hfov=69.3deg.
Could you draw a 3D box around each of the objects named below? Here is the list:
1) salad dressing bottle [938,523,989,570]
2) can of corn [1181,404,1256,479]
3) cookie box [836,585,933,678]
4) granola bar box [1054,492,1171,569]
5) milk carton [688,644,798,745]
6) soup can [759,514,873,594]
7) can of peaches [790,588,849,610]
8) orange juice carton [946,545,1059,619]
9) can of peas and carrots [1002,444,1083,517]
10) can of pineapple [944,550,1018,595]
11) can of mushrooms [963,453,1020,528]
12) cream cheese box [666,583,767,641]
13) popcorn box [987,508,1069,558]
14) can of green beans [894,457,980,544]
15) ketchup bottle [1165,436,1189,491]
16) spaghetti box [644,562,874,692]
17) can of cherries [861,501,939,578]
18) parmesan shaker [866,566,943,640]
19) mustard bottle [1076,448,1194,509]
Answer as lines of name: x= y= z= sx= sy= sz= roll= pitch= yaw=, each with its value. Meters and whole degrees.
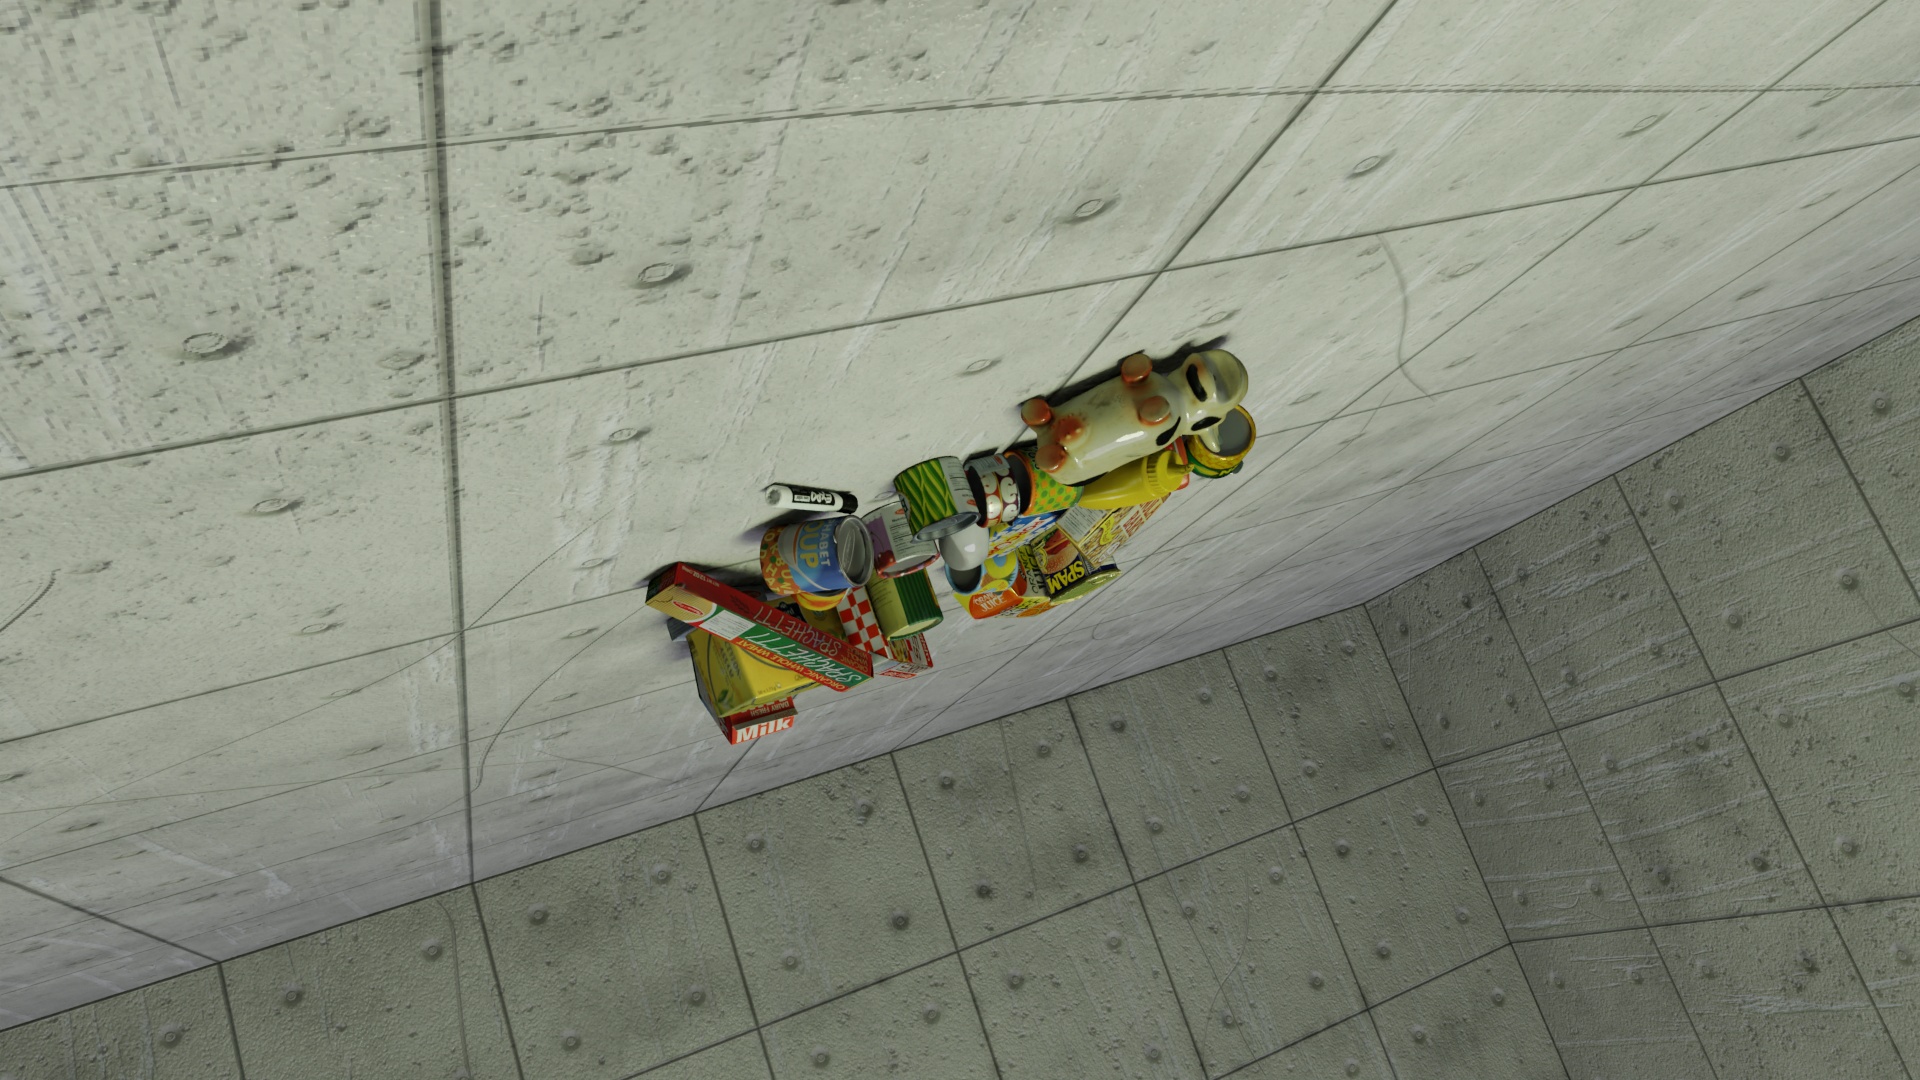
salad dressing bottle: x=0.005 y=-0.018 z=1.402 sx=0.044 sy=0.064 sz=0.147 roll=-28 pitch=161 yaw=-14
can of corn: x=0.264 y=-0.101 z=1.413 sx=0.071 sy=0.071 sz=0.058 roll=-18 pitch=166 yaw=-10
cookie box: x=-0.088 y=0.086 z=1.535 sx=0.040 sy=0.123 sz=0.167 roll=-24 pitch=166 yaw=11
granola bar box: x=0.170 y=-0.035 z=1.513 sx=0.124 sy=0.039 sz=0.165 roll=-46 pitch=165 yaw=2
milk carton: x=-0.241 y=0.167 z=1.545 sx=0.072 sy=0.073 sz=0.191 roll=-14 pitch=-160 yaw=-20
soup can: x=-0.132 y=0.012 z=1.263 sx=0.083 sy=0.071 sz=0.071 roll=-7 pitch=173 yaw=25
can of peaches: x=-0.140 y=0.031 z=1.368 sx=0.071 sy=0.071 sz=0.058 roll=-16 pitch=166 yaw=-17
orange juice carton: x=0.061 y=0.052 z=1.725 sx=0.071 sy=0.073 sz=0.193 roll=-27 pitch=164 yaw=29
can of peas and carrots: x=0.075 y=-0.061 z=1.318 sx=0.059 sy=0.071 sz=0.070 roll=-12 pitch=164 yaw=-28
can of pineapple: x=0.024 y=0.030 z=1.591 sx=0.058 sy=0.071 sz=0.070 roll=-6 pitch=161 yaw=-43
can of mushrooms: x=0.028 y=-0.044 z=1.299 sx=0.033 sy=0.071 sz=0.070 roll=-14 pitch=165 yaw=-18
cream cheese box: x=-0.258 y=0.076 z=1.466 sx=0.103 sy=0.024 sz=0.053 roll=-30 pitch=162 yaw=34
popcorn box: x=0.051 y=-0.019 z=1.503 sx=0.085 sy=0.038 sz=0.126 roll=-7 pitch=161 yaw=-42
can of green beans: x=-0.022 y=-0.038 z=1.278 sx=0.071 sy=0.058 sz=0.071 roll=-19 pitch=167 yaw=-5
ketchup bottle: x=0.153 y=-0.070 z=1.404 sx=0.149 sy=0.065 sz=0.043 roll=-11 pitch=171 yaw=-2
spaghetti box: x=-0.192 y=0.090 z=1.363 sx=0.050 sy=0.029 sz=0.250 roll=-29 pitch=136 yaw=35
can of cherries: x=-0.060 y=0.000 z=1.372 sx=0.071 sy=0.058 sz=0.071 roll=-19 pitch=166 yaw=-5
parmesan shaker: x=-0.065 y=0.047 z=1.456 sx=0.071 sy=0.103 sz=0.071 roll=-19 pitch=167 yaw=-5
mustard bottle: x=0.161 y=-0.062 z=1.306 sx=0.049 sy=0.065 sz=0.160 roll=12 pitch=173 yaw=-39
